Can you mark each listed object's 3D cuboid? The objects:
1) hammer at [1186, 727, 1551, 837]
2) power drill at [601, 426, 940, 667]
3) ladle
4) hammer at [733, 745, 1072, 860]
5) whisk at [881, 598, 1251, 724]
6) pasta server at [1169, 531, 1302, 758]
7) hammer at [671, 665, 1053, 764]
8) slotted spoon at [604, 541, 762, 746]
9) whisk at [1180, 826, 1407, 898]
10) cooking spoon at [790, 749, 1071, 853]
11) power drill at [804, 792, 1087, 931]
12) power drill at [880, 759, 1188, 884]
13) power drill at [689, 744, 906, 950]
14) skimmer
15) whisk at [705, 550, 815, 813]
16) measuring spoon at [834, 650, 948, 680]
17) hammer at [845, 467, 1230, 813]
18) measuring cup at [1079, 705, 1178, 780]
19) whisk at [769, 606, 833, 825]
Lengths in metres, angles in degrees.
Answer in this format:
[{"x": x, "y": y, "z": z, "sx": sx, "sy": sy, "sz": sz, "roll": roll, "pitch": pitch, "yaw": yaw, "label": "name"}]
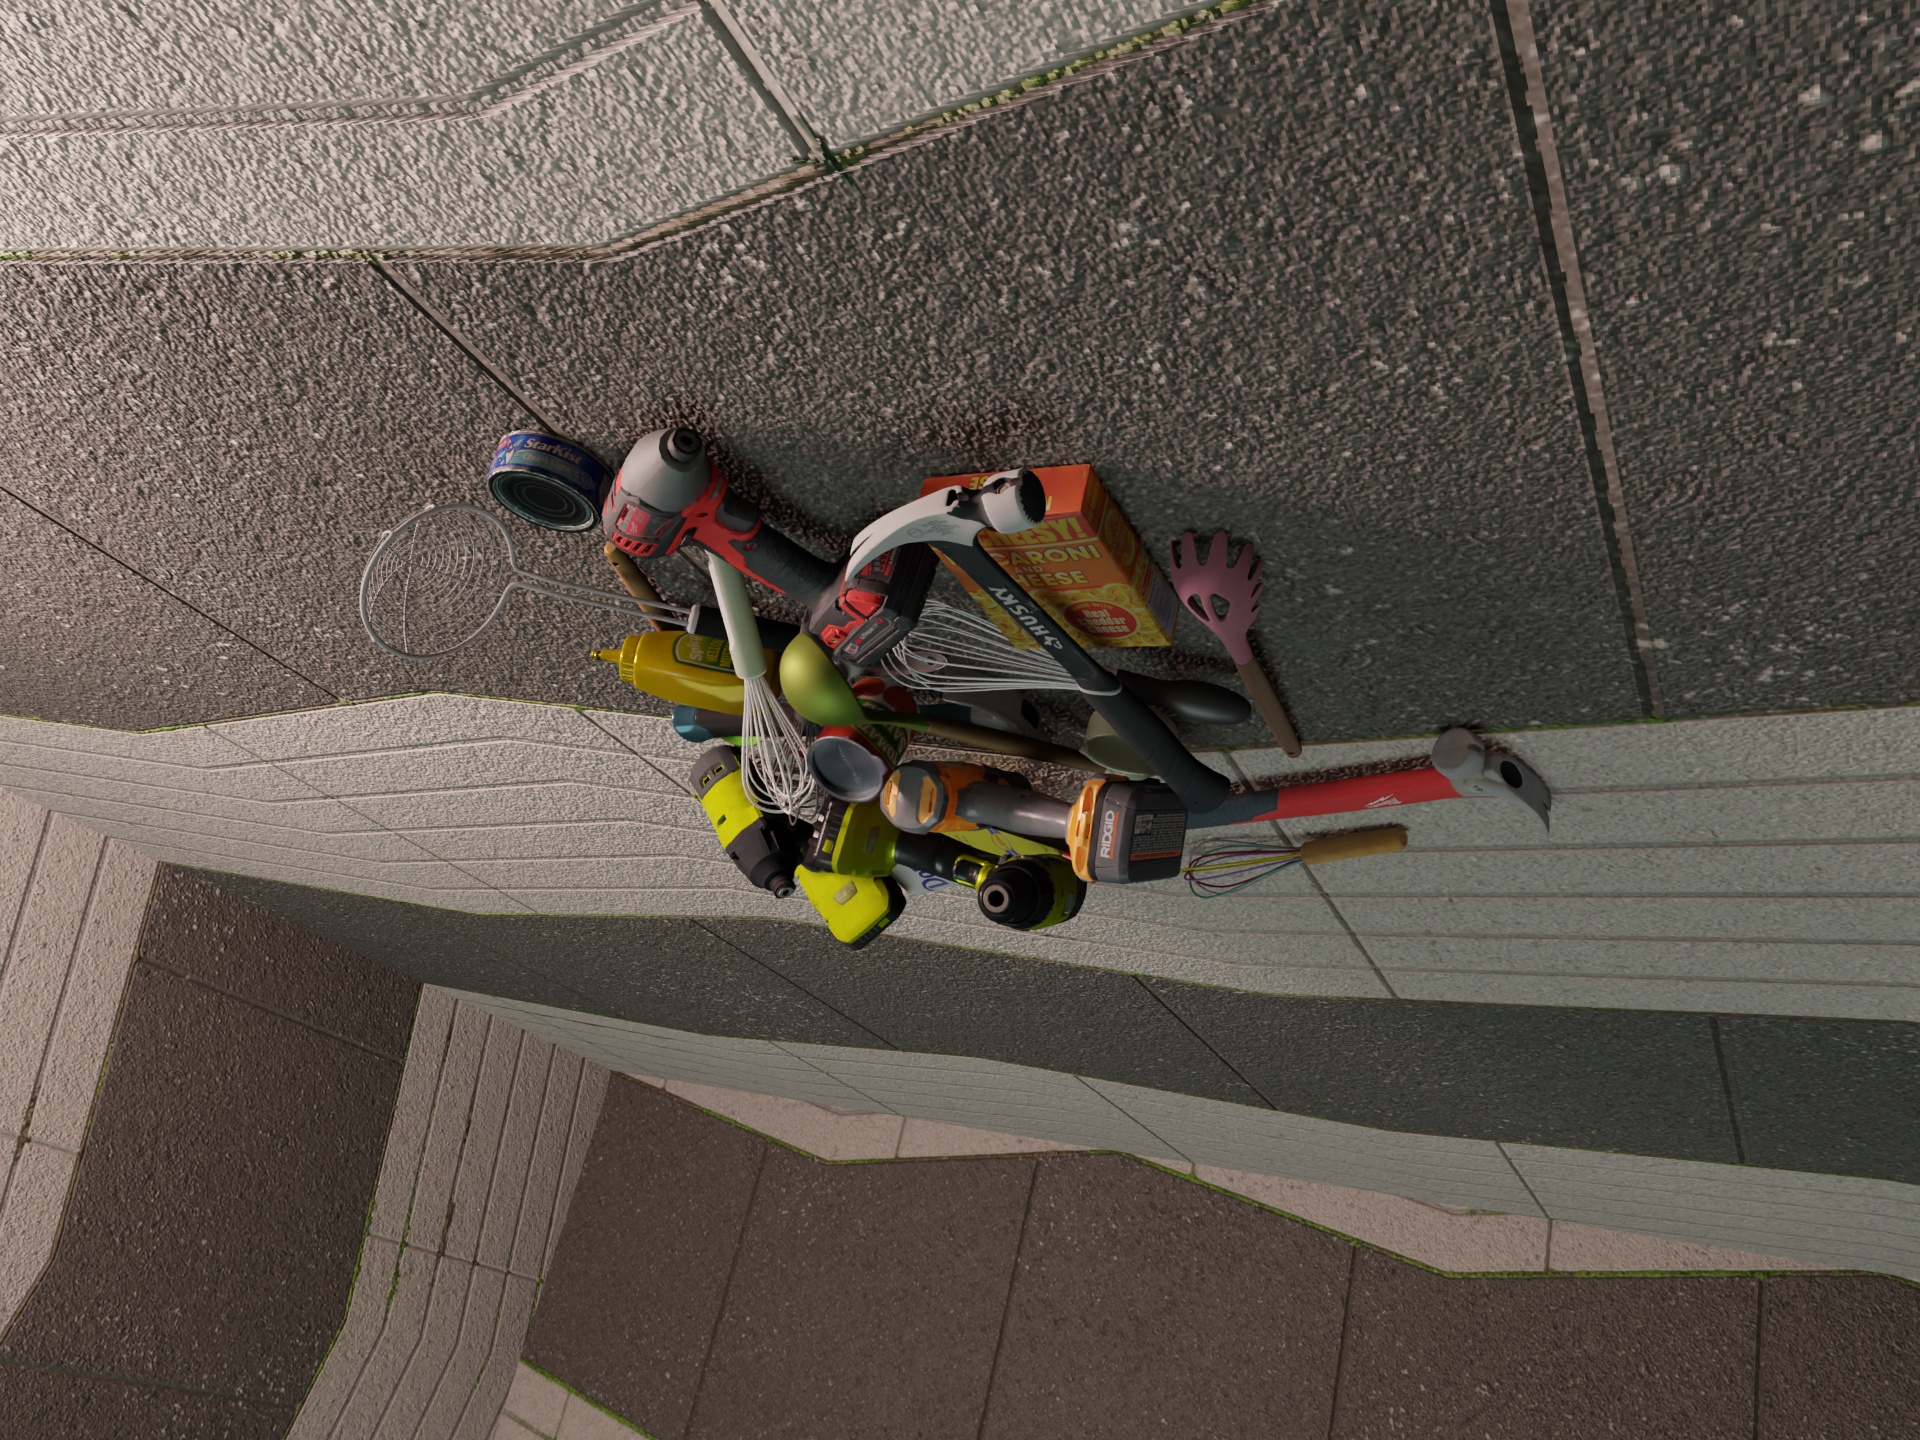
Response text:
[{"x": 0.295, "y": 0.074, "z": 1.343, "sx": 0.143, "sy": 0.038, "sz": 0.386, "roll": 30, "pitch": 153, "yaw": -35, "label": "hammer"}, {"x": -0.131, "y": -0.127, "z": 1.093, "sx": 0.219, "sy": 0.079, "sz": 0.143, "roll": 24, "pitch": 155, "yaw": -15, "label": "power drill"}, {"x": -0.002, "y": -0.004, "z": 1.255, "sx": 0.320, "sy": 0.062, "sz": 0.078, "roll": 14, "pitch": -167, "yaw": -34, "label": "ladle"}, {"x": -0.054, "y": 0.088, "z": 1.586, "sx": 0.359, "sy": 0.037, "sz": 0.149, "roll": 12, "pitch": 157, "yaw": 7, "label": "hammer"}, {"x": 0.075, "y": -0.036, "z": 1.183, "sx": 0.284, "sy": 0.070, "sz": 0.070, "roll": 12, "pitch": 157, "yaw": 4, "label": "whisk"}, {"x": 0.211, "y": -0.043, "z": 1.144, "sx": 0.060, "sy": 0.040, "sz": 0.316, "roll": 3, "pitch": 159, "yaw": 25, "label": "pasta server"}, {"x": -0.094, "y": 0.000, "z": 1.373, "sx": 0.331, "sy": 0.033, "sz": 0.128, "roll": -1, "pitch": 152, "yaw": 19, "label": "hammer"}, {"x": -0.235, "y": -0.062, "z": 1.363, "sx": 0.070, "sy": 0.031, "sz": 0.313, "roll": 5, "pitch": 154, "yaw": 17, "label": "slotted spoon"}, {"x": 0.298, "y": 0.126, "z": 1.457, "sx": 0.047, "sy": 0.051, "sz": 0.245, "roll": 37, "pitch": 146, "yaw": -31, "label": "whisk"}, {"x": -0.005, "y": 0.076, "z": 1.428, "sx": 0.318, "sy": 0.017, "sz": 0.069, "roll": 19, "pitch": 178, "yaw": -15, "label": "cooking spoon"}, {"x": -0.014, "y": 0.125, "z": 1.389, "sx": 0.228, "sy": 0.080, "sz": 0.190, "roll": 17, "pitch": -177, "yaw": 19, "label": "power drill"}, {"x": 0.073, "y": 0.075, "z": 1.314, "sx": 0.226, "sy": 0.084, "sz": 0.185, "roll": 9, "pitch": -177, "yaw": 31, "label": "power drill"}, {"x": -0.151, "y": 0.131, "z": 1.509, "sx": 0.080, "sy": 0.171, "sz": 0.223, "roll": -41, "pitch": 141, "yaw": 7, "label": "power drill"}, {"x": -0.264, "y": -0.079, "z": 1.219, "sx": 0.363, "sy": 0.090, "sz": 0.127, "roll": 12, "pitch": 114, "yaw": -16, "label": "skimmer"}, {"x": -0.160, "y": -0.031, "z": 1.231, "sx": 0.059, "sy": 0.058, "sz": 0.246, "roll": -16, "pitch": 119, "yaw": -8, "label": "whisk"}, {"x": -0.065, "y": -0.048, "z": 1.308, "sx": 0.124, "sy": 0.018, "sz": 0.034, "roll": -4, "pitch": 121, "yaw": 24, "label": "measuring spoon"}, {"x": 0.081, "y": -0.033, "z": 1.097, "sx": 0.149, "sy": 0.036, "sz": 0.408, "roll": -10, "pitch": 146, "yaw": 32, "label": "hammer"}, {"x": 0.153, "y": 0.032, "z": 1.332, "sx": 0.083, "sy": 0.038, "sz": 0.167, "roll": 5, "pitch": 157, "yaw": 21, "label": "measuring cup"}, {"x": -0.125, "y": -0.004, "z": 1.292, "sx": 0.055, "sy": 0.055, "sz": 0.238, "roll": 14, "pitch": 132, "yaw": 2, "label": "whisk"}]
